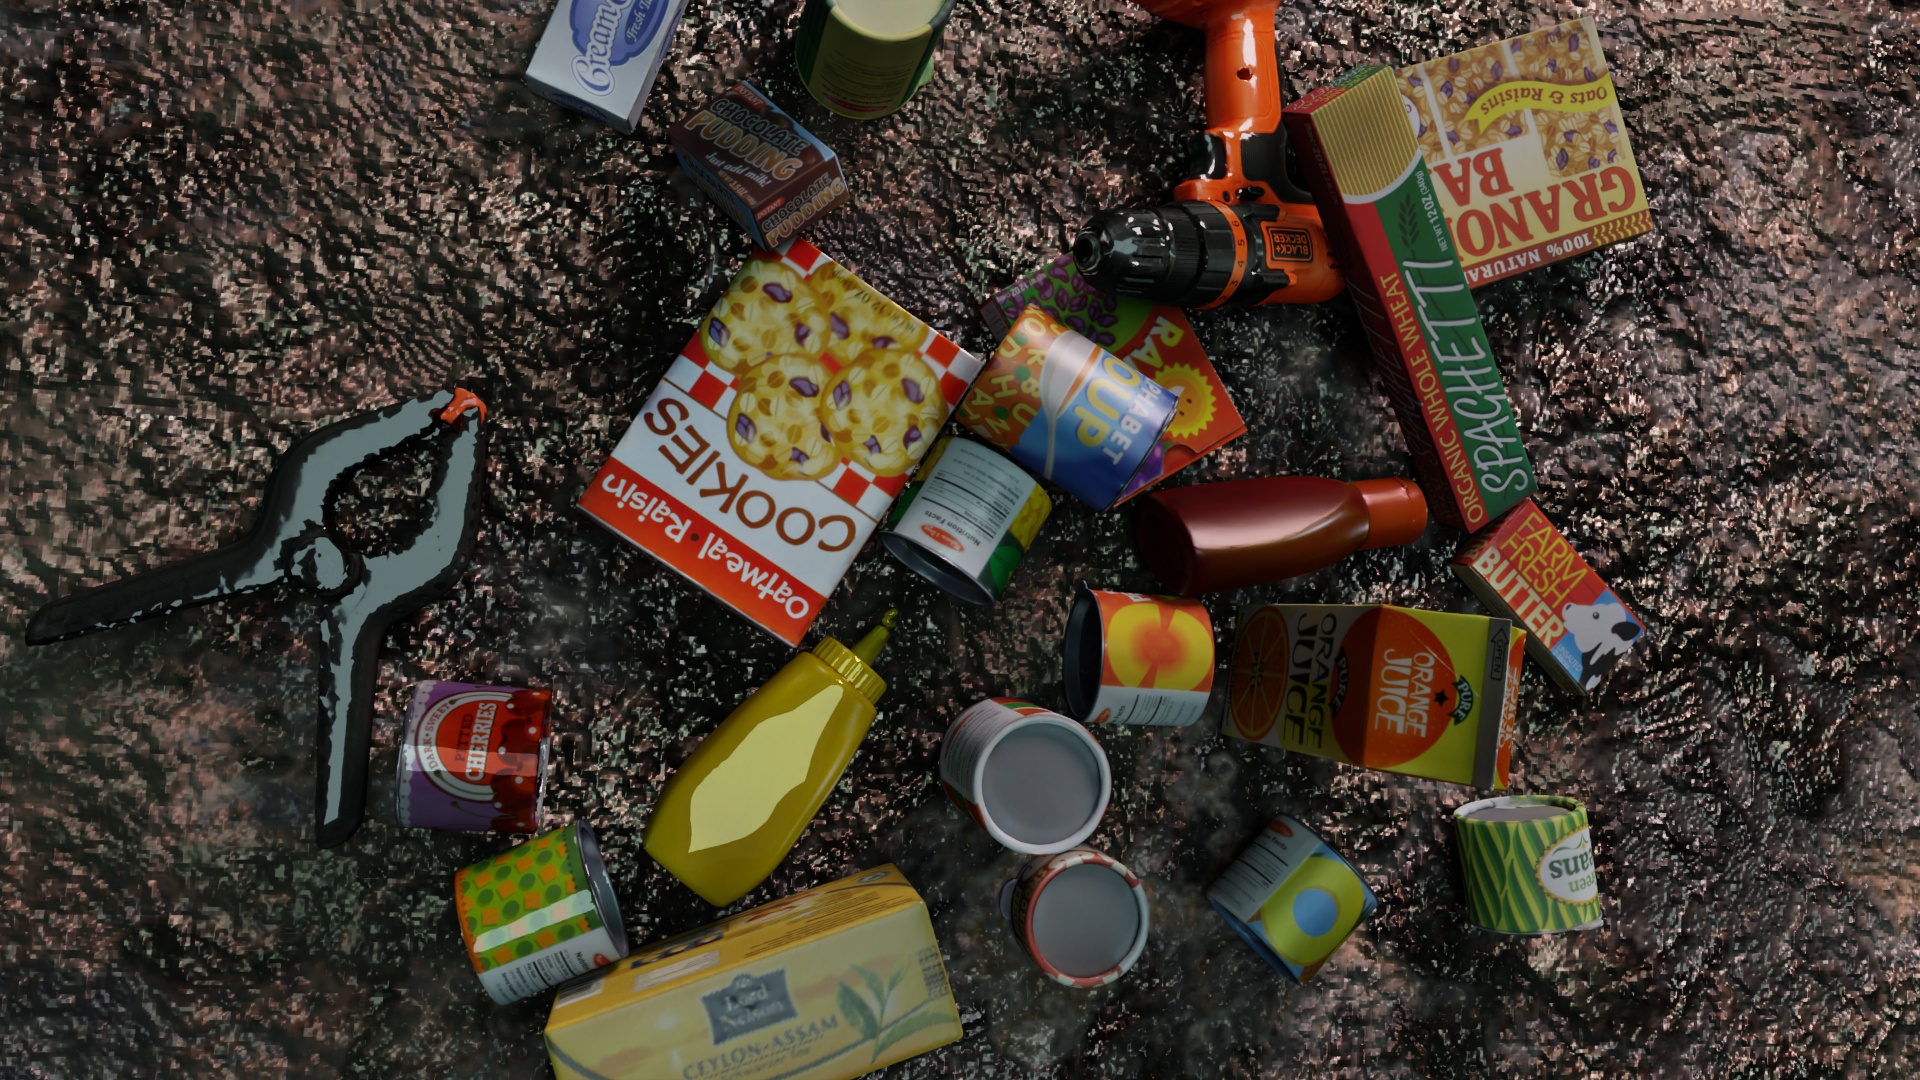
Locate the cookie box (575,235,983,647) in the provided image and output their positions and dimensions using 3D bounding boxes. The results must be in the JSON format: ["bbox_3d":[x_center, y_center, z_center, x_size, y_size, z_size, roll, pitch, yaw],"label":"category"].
[{"bbox_3d":[-0.087,-0.050,0.673,0.123,0.040,0.167,34,81,-8],"label":"cookie box"}]

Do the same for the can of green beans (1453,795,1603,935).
[{"bbox_3d":[0.297,0.169,0.729,0.071,0.071,0.058,-7,89,-12],"label":"can of green beans"}]

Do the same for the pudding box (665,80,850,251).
[{"bbox_3d":[-0.096,-0.179,0.660,0.050,0.030,0.084,-36,56,-12],"label":"pudding box"}]

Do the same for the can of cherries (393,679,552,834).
[{"bbox_3d":[-0.217,0.097,0.624,0.058,0.071,0.071,6,87,-12],"label":"can of cherries"}]

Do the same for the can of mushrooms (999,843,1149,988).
[{"bbox_3d":[0.057,0.187,0.696,0.071,0.033,0.071,0,89,-12],"label":"can of mushrooms"}]

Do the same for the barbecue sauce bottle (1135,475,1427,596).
[{"bbox_3d":[0.169,-0.008,0.715,0.149,0.065,0.043,-8,126,-19],"label":"barbecue sauce bottle"}]

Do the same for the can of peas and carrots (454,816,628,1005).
[{"bbox_3d":[-0.190,0.166,0.631,0.059,0.071,0.071,-20,92,-11],"label":"can of peas and carrots"}]

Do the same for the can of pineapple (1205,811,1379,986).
[{"bbox_3d":[0.168,0.182,0.702,0.058,0.071,0.071,-44,97,-9],"label":"can of pineapple"}]

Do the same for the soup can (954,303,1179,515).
[{"bbox_3d":[0.050,-0.063,0.646,0.084,0.071,0.071,33,82,-2],"label":"soup can"}]

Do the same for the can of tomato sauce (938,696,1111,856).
[{"bbox_3d":[0.031,0.112,0.668,0.071,0.083,0.071,0,88,-11],"label":"can of tomato sauce"}]

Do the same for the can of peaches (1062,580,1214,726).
[{"bbox_3d":[0.087,0.056,0.691,0.058,0.071,0.071,5,87,-11],"label":"can of peaches"}]

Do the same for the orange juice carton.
[{"bbox_3d":[0.196,0.070,0.648,0.073,0.192,0.072,10,85,-12],"label":"orange juice carton"}]

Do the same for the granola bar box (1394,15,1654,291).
[{"bbox_3d":[0.280,-0.201,0.755,0.166,0.039,0.124,-18,92,-12],"label":"granola bar box"}]

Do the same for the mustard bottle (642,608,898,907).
[{"bbox_3d":[-0.080,0.096,0.664,0.065,0.049,0.160,42,80,-8],"label":"mustard bottle"}]

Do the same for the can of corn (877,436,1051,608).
[{"bbox_3d":[0.002,-0.008,0.676,0.071,0.071,0.058,34,76,-9],"label":"can of corn"}]

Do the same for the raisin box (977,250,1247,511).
[{"bbox_3d":[0.078,-0.088,0.709,0.086,0.040,0.123,-30,95,-12],"label":"raisin box"}]

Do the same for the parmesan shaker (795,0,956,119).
[{"bbox_3d":[-0.038,-0.248,0.659,0.071,0.103,0.071,0,88,-12],"label":"parmesan shaker"}]

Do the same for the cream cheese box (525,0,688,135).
[{"bbox_3d":[-0.165,-0.256,0.673,0.053,0.024,0.104,22,83,-9],"label":"cream cheese box"}]

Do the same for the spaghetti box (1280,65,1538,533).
[{"bbox_3d":[0.233,-0.116,0.708,0.050,0.029,0.249,-32,113,-8],"label":"spaghetti box"}]

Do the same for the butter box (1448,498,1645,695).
[{"bbox_3d":[0.322,0.031,0.761,0.053,0.024,0.103,-45,96,-9],"label":"butter box"}]
